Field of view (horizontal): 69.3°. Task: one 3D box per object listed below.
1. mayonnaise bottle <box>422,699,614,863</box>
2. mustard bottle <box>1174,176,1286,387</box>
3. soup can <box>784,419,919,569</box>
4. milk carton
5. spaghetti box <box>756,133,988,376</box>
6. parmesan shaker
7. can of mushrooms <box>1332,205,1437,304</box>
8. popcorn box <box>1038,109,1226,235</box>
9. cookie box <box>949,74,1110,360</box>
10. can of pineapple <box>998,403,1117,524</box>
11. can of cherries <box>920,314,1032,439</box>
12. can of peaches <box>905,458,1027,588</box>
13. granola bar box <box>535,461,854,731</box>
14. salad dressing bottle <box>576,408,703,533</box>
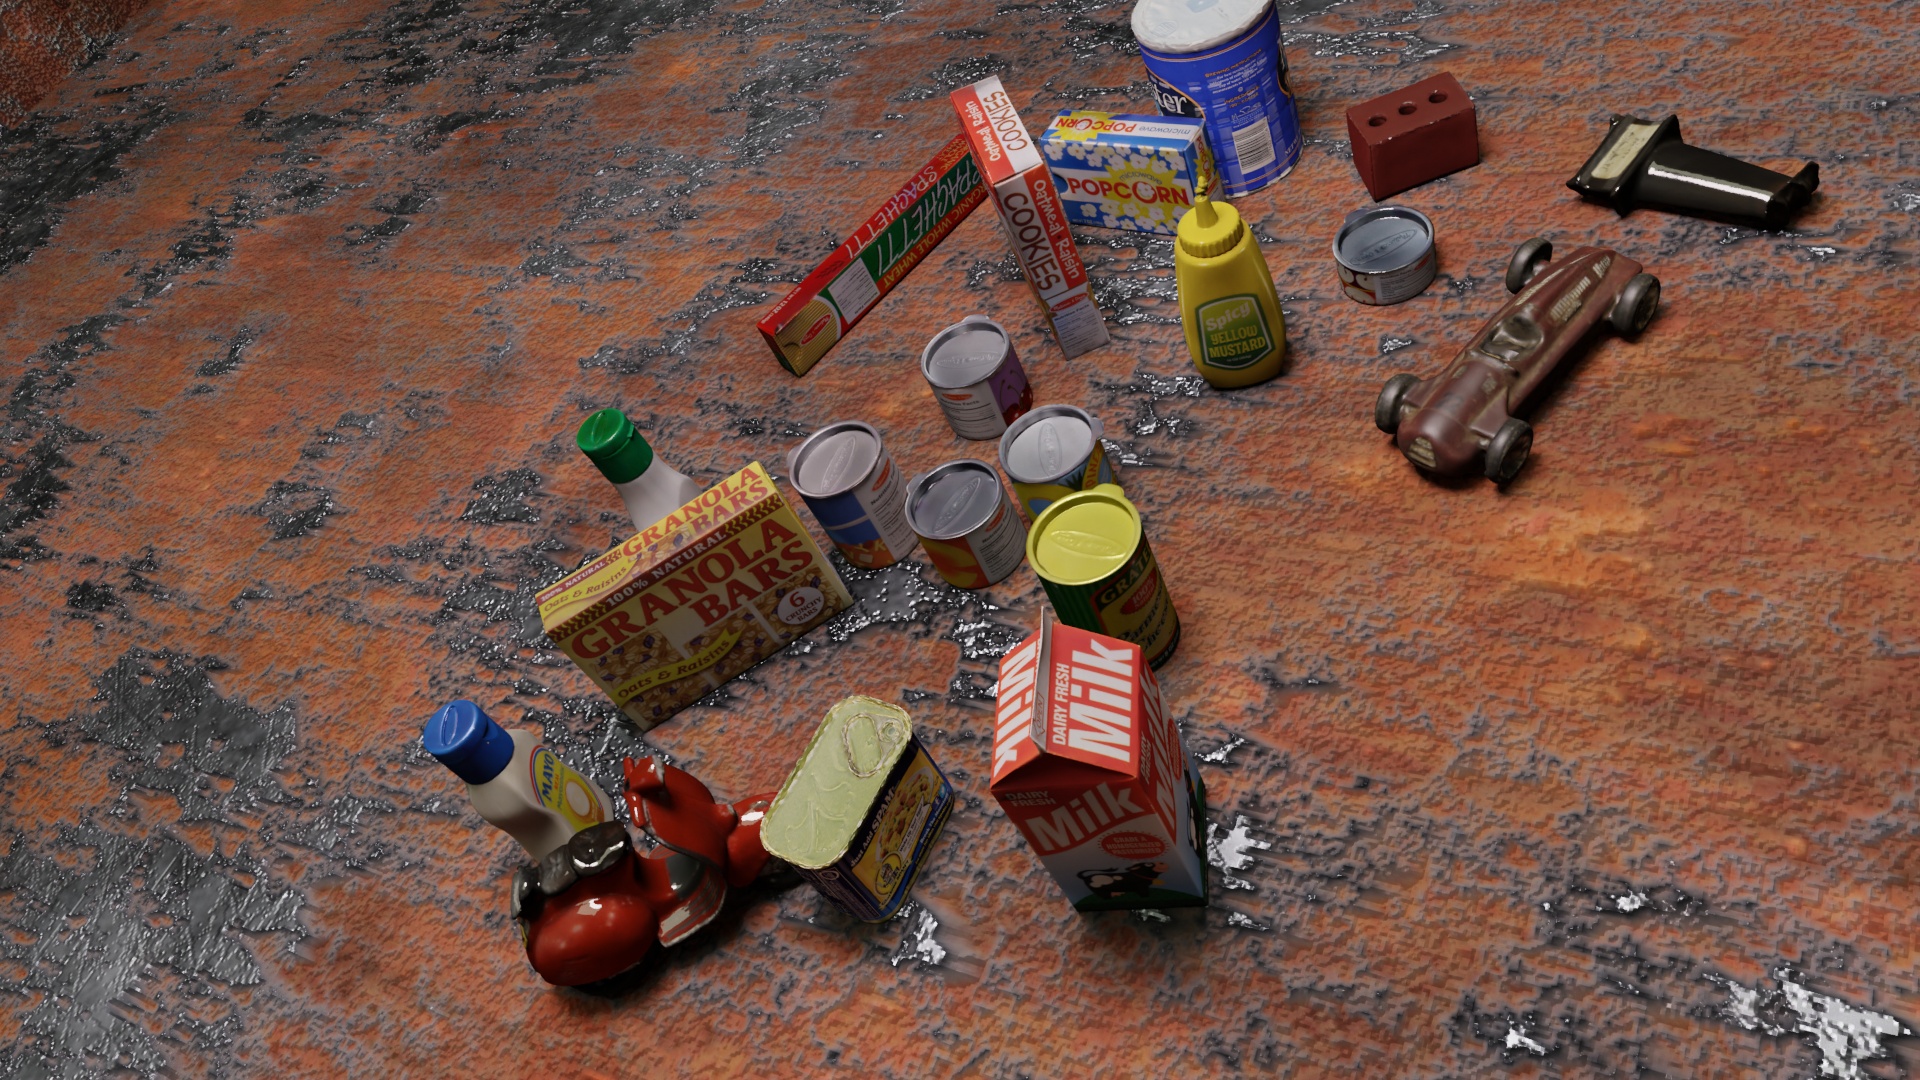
[{"bbox_3d":[-0.263,0.148,0.837,0.041,0.147,0.065,-19,47,10],"label":"mayonnaise bottle"},{"bbox_3d":[0.167,-0.166,0.890,0.065,0.159,0.049,-13,49,16],"label":"mustard bottle"},{"bbox_3d":[-0.071,-0.030,0.940,0.071,0.083,0.072,-13,49,15],"label":"soup can"},{"bbox_3d":[0.067,0.113,0.685,0.073,0.189,0.073,-8,50,19],"label":"milk carton"},{"bbox_3d":[-0.062,-0.235,1.129,0.029,0.050,0.251,29,69,39],"label":"spaghetti box"},{"bbox_3d":[0.087,0.026,0.808,0.071,0.102,0.072,-13,49,15],"label":"parmesan shaker"},{"bbox_3d":[0.288,-0.195,0.945,0.071,0.033,0.071,-13,49,15],"label":"can of mushrooms"},{"bbox_3d":[0.131,-0.277,1.050,0.127,0.085,0.038,16,61,34],"label":"popcorn box"},{"bbox_3d":[0.049,-0.228,0.991,0.040,0.166,0.123,-24,47,5],"label":"cookie box"},{"bbox_3d":[0.066,-0.046,0.907,0.071,0.057,0.071,-13,49,15],"label":"can of pineapple"},{"bbox_3d":[0.014,-0.116,0.989,0.071,0.058,0.072,-13,49,15],"label":"can of cherries"},{"bbox_3d":[0.003,-0.011,0.908,0.071,0.057,0.071,-13,49,15],"label":"can of peaches"},{"bbox_3d":[-0.169,0.038,0.901,0.165,0.123,0.039,-32,47,-2],"label":"granola bar box"},{"bbox_3d":[-0.211,-0.031,0.961,0.044,0.147,0.064,-11,49,17],"label":"salad dressing bottle"}]
